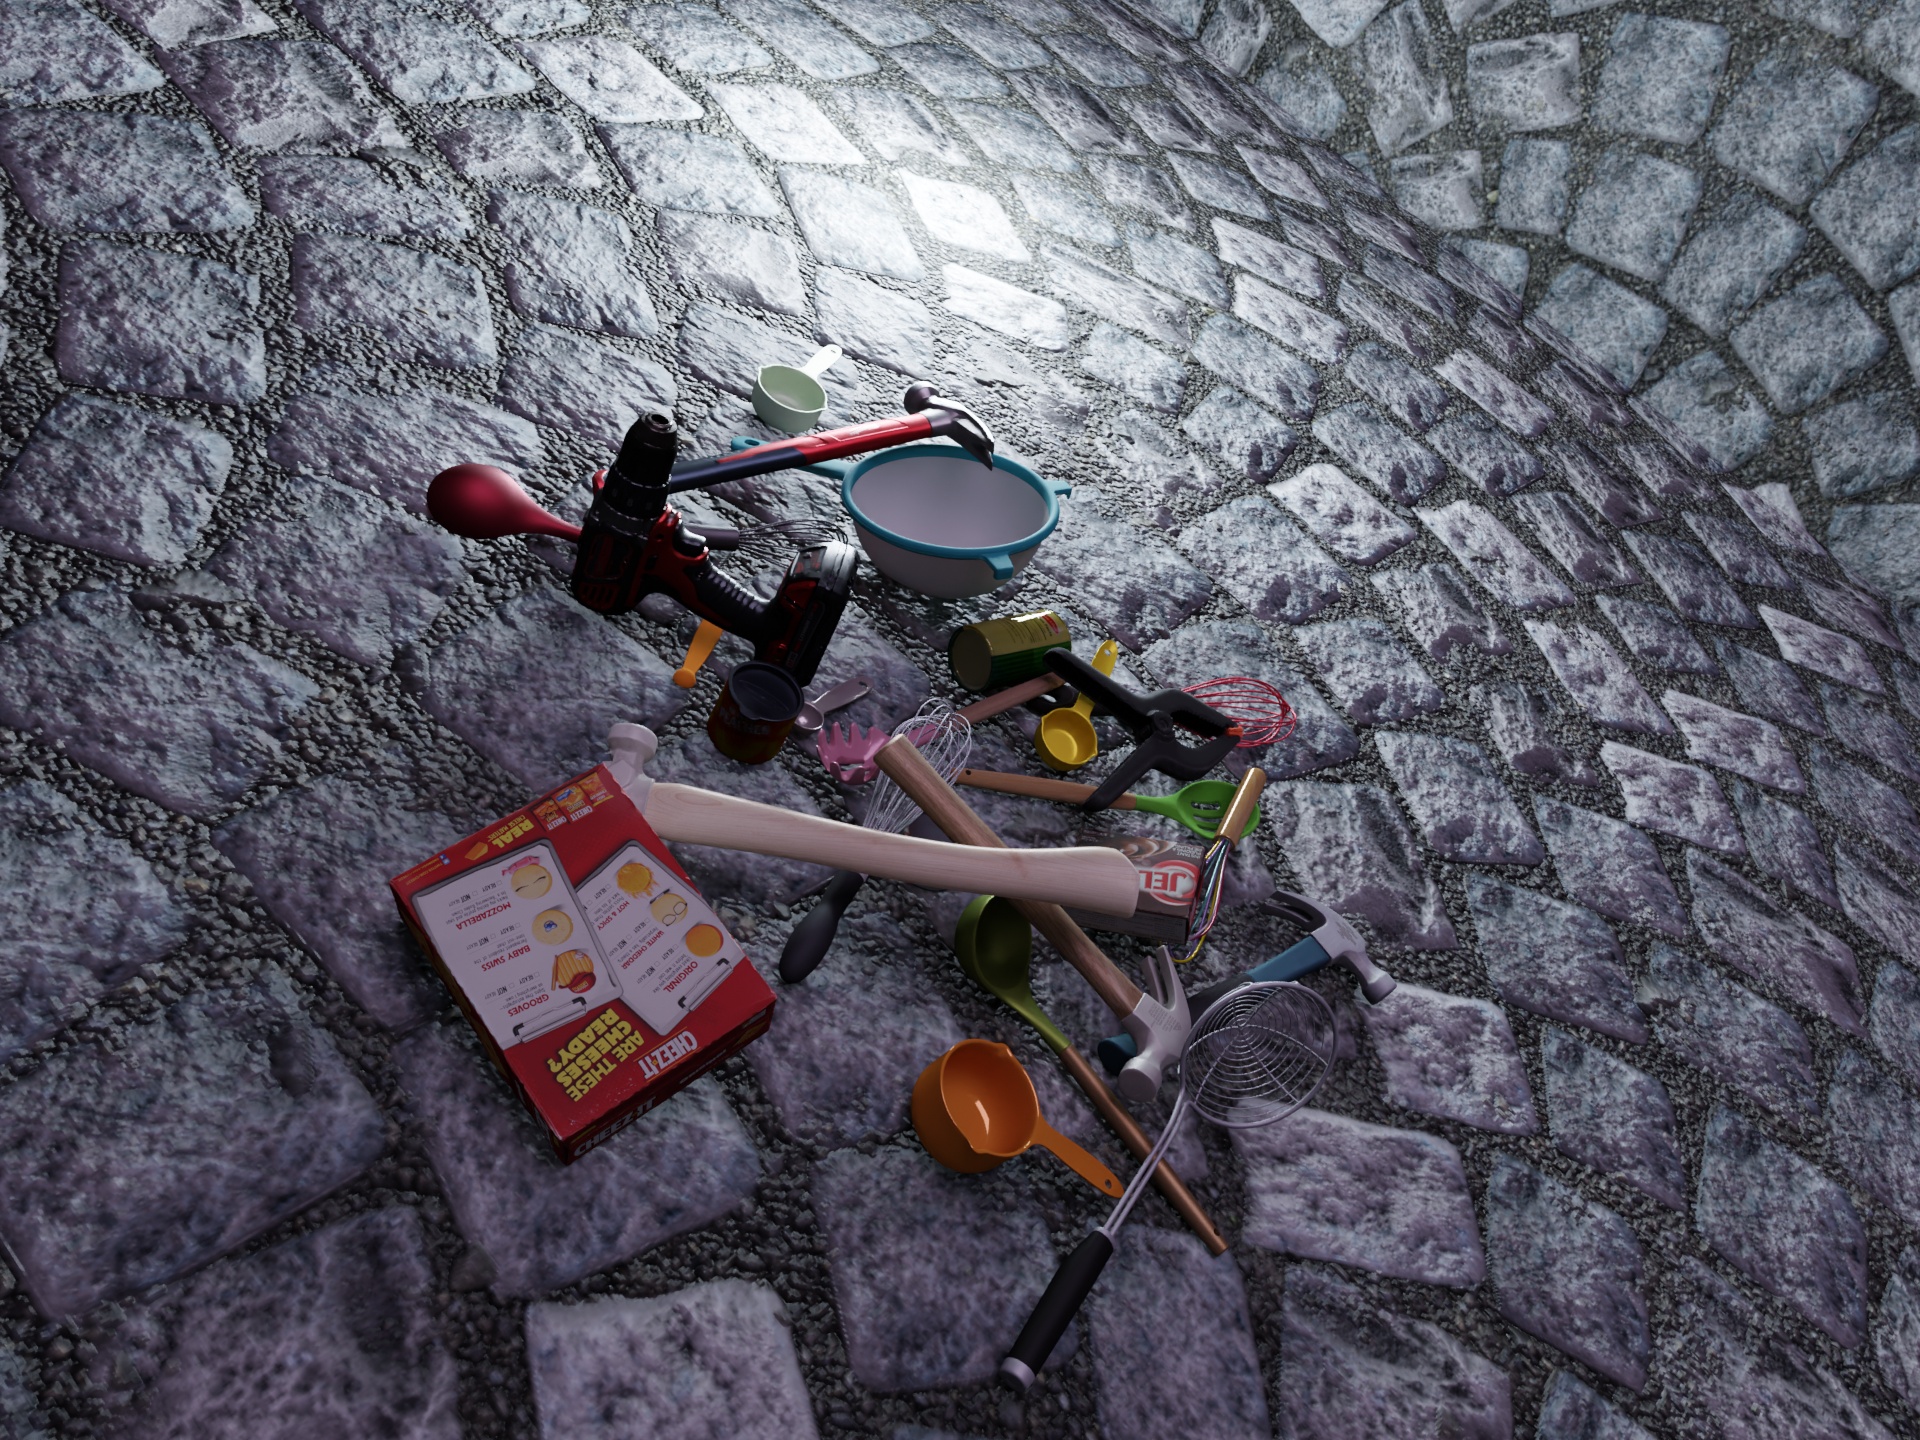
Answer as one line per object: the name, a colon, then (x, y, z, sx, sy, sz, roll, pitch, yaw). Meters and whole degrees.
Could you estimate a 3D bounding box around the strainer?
strainer: (-0.073, -0.199, 1.564, 0.340, 0.095, 0.211, 17, 38, 14)

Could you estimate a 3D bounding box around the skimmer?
skimmer: (0.154, 0.326, 1.124, 0.363, 0.090, 0.127, -46, 122, -39)

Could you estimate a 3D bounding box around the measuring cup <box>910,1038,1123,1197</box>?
measuring cup: (0.039, 0.303, 1.145, 0.173, 0.052, 0.095, 38, 39, -15)

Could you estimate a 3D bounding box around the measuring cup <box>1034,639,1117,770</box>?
measuring cup: (0.114, -0.016, 1.500, 0.062, 0.029, 0.157, 33, 53, -7)

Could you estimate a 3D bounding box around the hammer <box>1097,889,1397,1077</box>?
hammer: (0.238, 0.233, 1.350, 0.331, 0.033, 0.128, -17, 60, -42)

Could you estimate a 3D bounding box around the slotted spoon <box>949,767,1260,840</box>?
slotted spoon: (0.134, 0.070, 1.455, 0.313, 0.031, 0.070, 9, 49, -22)

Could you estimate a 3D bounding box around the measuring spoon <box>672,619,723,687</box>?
measuring spoon: (-0.223, -0.067, 1.379, 0.021, 0.011, 0.117, 26, 40, -7)

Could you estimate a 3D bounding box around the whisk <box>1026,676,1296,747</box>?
whisk: (0.199, -0.013, 1.560, 0.295, 0.073, 0.073, 4, 47, -20)

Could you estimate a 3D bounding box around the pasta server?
pasta server: (-0.002, -0.005, 1.416, 0.316, 0.040, 0.060, -23, 52, -39)

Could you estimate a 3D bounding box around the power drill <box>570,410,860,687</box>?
power drill: (-0.201, -0.142, 1.326, 0.226, 0.187, 0.080, 22, 36, -8)

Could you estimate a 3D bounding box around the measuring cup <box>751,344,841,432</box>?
measuring cup: (-0.167, -0.356, 1.690, 0.083, 0.038, 0.168, 31, 38, -1)

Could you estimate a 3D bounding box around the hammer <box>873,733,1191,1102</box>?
hammer: (0.056, 0.138, 1.237, 0.331, 0.031, 0.130, 47, 35, 0)

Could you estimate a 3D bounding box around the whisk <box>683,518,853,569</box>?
whisk: (-0.209, -0.164, 1.465, 0.239, 0.055, 0.055, 1, 49, -26)

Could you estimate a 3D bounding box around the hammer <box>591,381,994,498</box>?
hammer: (-0.156, -0.245, 1.504, 0.386, 0.038, 0.143, -18, 43, -26)

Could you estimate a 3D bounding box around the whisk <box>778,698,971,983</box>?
whisk: (-0.067, 0.093, 1.252, 0.070, 0.070, 0.285, 32, 56, 0)

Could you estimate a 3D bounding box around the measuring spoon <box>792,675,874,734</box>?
measuring spoon: (-0.113, -0.014, 1.396, 0.034, 0.018, 0.124, 42, 34, 11)

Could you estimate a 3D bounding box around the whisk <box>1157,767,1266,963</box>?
whisk: (0.227, 0.122, 1.424, 0.047, 0.051, 0.245, 28, 48, 8)

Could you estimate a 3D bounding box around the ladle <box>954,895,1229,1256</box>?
ladle: (0.103, 0.266, 1.214, 0.320, 0.062, 0.078, 51, 35, 17)

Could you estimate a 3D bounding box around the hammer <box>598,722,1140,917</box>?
hammer: (-0.074, 0.103, 1.168, 0.410, 0.038, 0.146, 10, 59, 0)

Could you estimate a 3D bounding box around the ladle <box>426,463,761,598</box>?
ladle: (-0.308, -0.150, 1.393, 0.315, 0.031, 0.069, 20, 72, -19)
